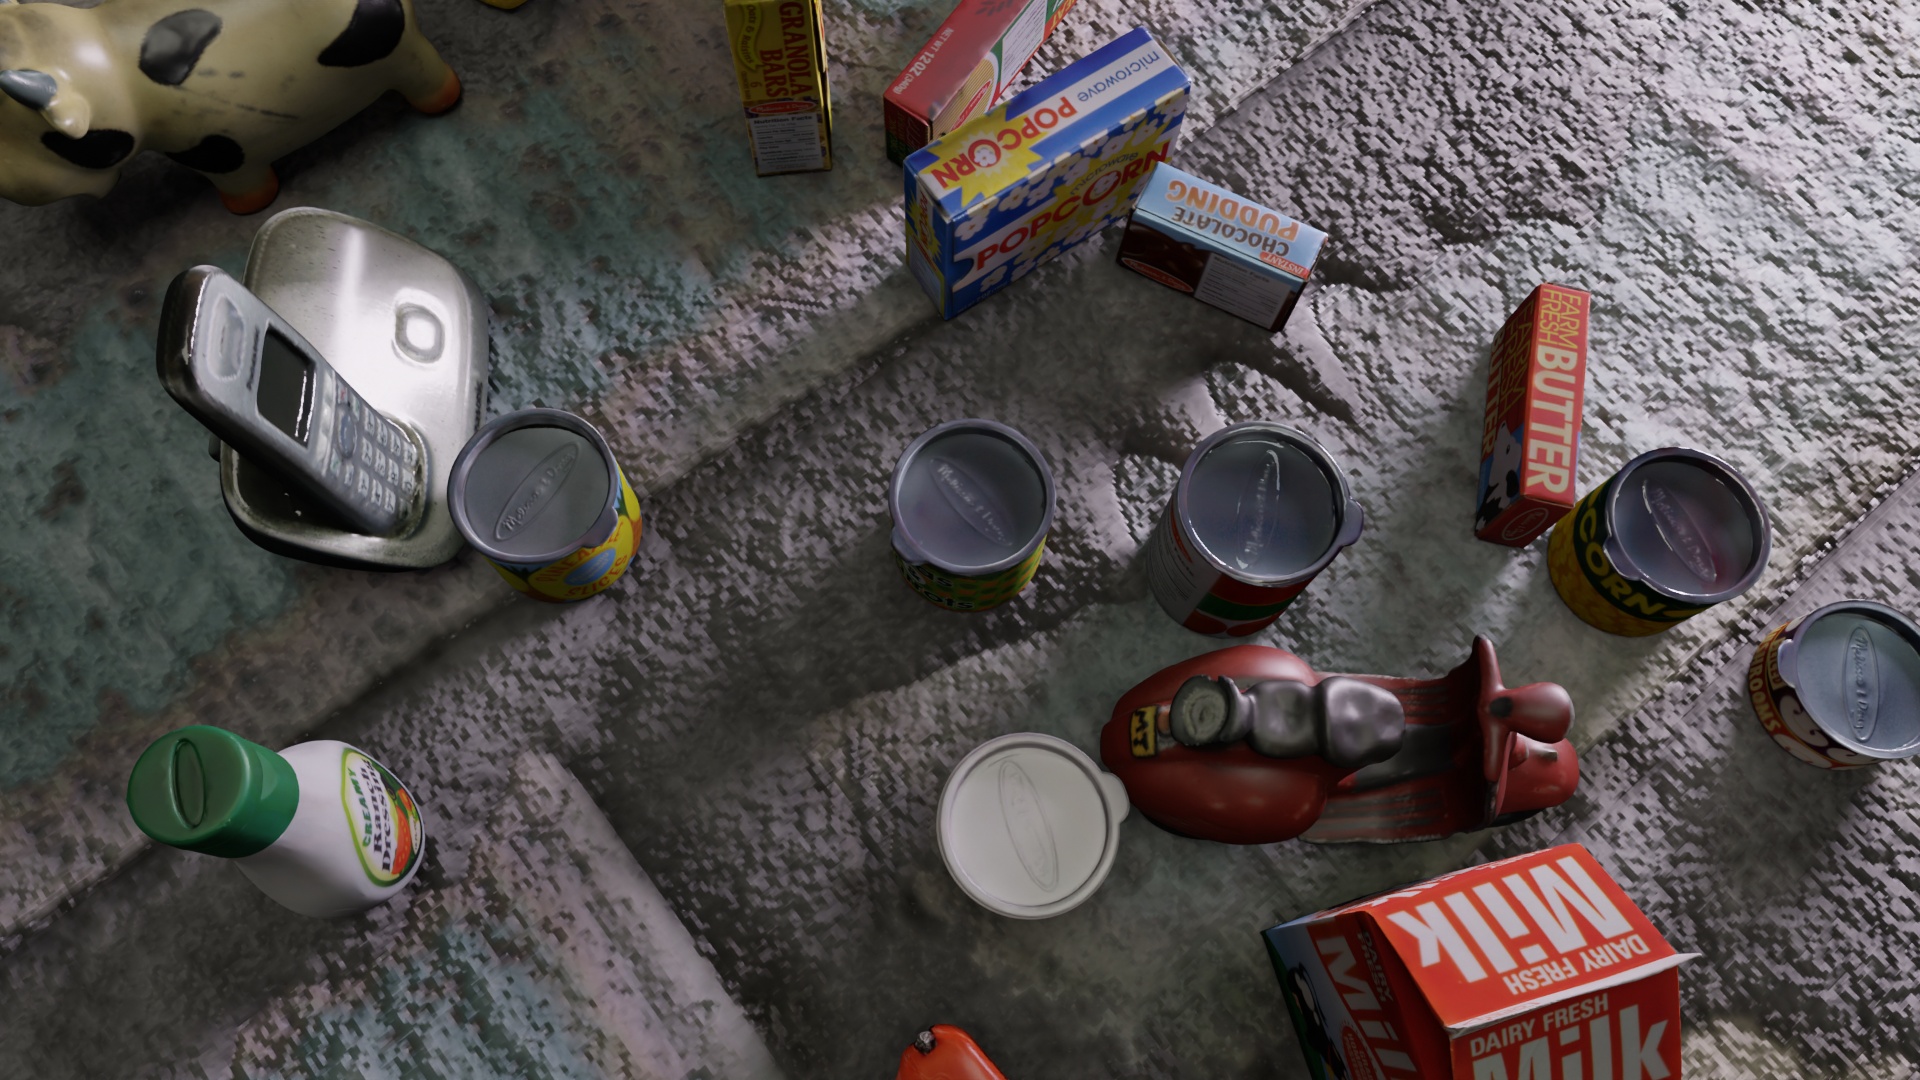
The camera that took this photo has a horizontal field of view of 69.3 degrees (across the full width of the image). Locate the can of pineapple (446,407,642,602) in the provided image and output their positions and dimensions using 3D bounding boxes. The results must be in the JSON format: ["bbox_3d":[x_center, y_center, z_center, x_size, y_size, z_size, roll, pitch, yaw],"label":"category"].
[{"bbox_3d":[-0.167,-0.012,0.569,0.071,0.057,0.071,1,71,-1],"label":"can of pineapple"}]

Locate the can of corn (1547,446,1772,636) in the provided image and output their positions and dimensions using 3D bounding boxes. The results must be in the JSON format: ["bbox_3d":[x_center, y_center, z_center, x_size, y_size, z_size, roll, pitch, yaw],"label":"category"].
[{"bbox_3d":[0.286,0.003,0.577,0.071,0.058,0.071,1,71,-1],"label":"can of corn"}]

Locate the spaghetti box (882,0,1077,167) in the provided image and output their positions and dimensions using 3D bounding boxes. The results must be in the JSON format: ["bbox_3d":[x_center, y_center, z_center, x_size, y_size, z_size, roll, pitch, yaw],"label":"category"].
[{"bbox_3d":[0.045,-0.279,0.671,0.029,0.050,0.251,33,73,9],"label":"spaghetti box"}]

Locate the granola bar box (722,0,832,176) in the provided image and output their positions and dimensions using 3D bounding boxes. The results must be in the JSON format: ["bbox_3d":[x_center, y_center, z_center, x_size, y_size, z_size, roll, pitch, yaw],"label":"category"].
[{"bbox_3d":[-0.085,-0.269,0.625,0.039,0.124,0.166,-5,71,-3],"label":"granola bar box"}]

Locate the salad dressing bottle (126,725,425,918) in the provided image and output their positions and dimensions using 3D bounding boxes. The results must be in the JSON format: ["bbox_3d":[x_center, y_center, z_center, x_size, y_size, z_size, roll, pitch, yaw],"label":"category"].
[{"bbox_3d":[-0.233,0.096,0.483,0.044,0.147,0.064,-15,73,-7],"label":"salad dressing bottle"}]

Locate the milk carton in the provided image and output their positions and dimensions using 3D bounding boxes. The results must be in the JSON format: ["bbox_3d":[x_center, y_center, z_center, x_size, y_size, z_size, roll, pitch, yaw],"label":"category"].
[{"bbox_3d":[0.162,0.148,0.454,0.072,0.190,0.073,-15,73,-7],"label":"milk carton"}]

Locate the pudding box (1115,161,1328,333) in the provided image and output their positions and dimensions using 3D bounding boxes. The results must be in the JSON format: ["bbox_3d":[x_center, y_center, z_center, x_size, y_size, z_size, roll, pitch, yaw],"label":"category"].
[{"bbox_3d":[0.116,-0.131,0.623,0.084,0.049,0.030,25,73,7],"label":"pudding box"}]

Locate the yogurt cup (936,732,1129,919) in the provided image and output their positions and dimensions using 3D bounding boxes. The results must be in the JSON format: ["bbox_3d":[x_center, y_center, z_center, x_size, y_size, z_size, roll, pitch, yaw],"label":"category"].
[{"bbox_3d":[0.025,0.112,0.534,0.072,0.053,0.072,1,71,-1],"label":"yogurt cup"}]

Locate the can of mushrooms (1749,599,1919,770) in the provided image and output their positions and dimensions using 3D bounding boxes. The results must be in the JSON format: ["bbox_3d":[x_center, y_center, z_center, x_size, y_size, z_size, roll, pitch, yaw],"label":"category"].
[{"bbox_3d":[0.364,0.059,0.573,0.071,0.033,0.071,1,71,-1],"label":"can of mushrooms"}]

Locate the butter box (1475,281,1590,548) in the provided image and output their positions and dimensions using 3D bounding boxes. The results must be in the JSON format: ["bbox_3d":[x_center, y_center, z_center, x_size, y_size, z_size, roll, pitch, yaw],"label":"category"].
[{"bbox_3d":[0.246,-0.054,0.598,0.024,0.053,0.104,12,71,3],"label":"butter box"}]

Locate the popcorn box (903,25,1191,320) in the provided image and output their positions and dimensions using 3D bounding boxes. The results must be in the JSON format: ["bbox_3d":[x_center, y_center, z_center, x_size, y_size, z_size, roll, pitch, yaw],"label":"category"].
[{"bbox_3d":[0.036,-0.160,0.612,0.127,0.085,0.038,-32,75,-12],"label":"popcorn box"}]

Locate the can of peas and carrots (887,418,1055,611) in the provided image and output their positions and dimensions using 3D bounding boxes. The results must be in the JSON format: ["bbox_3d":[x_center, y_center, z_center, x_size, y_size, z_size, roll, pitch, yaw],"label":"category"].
[{"bbox_3d":[0.002,-0.007,0.572,0.071,0.058,0.071,1,71,-1],"label":"can of peas and carrots"}]

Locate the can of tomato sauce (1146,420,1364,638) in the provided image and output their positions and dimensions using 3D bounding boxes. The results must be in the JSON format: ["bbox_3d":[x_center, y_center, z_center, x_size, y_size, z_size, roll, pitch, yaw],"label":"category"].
[{"bbox_3d":[0.115,-0.002,0.561,0.071,0.083,0.071,1,71,-1],"label":"can of tomato sauce"}]
